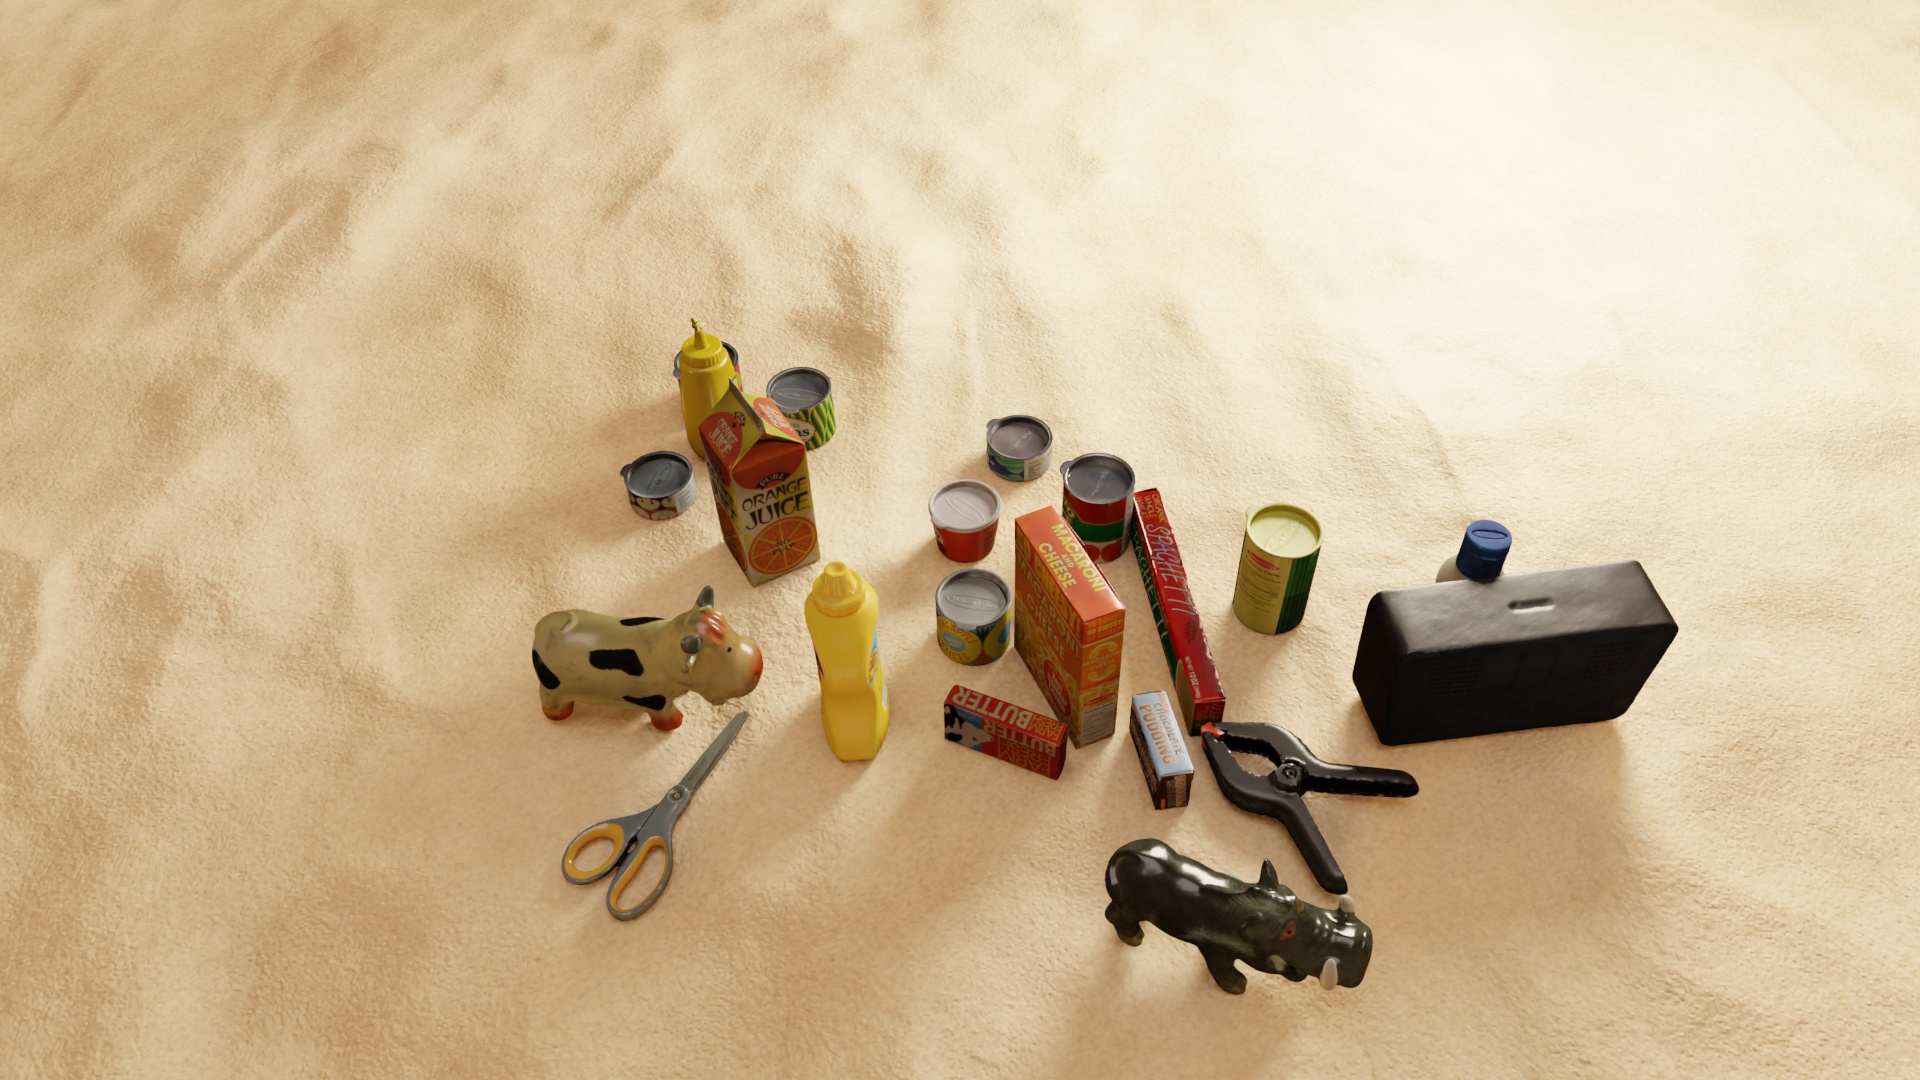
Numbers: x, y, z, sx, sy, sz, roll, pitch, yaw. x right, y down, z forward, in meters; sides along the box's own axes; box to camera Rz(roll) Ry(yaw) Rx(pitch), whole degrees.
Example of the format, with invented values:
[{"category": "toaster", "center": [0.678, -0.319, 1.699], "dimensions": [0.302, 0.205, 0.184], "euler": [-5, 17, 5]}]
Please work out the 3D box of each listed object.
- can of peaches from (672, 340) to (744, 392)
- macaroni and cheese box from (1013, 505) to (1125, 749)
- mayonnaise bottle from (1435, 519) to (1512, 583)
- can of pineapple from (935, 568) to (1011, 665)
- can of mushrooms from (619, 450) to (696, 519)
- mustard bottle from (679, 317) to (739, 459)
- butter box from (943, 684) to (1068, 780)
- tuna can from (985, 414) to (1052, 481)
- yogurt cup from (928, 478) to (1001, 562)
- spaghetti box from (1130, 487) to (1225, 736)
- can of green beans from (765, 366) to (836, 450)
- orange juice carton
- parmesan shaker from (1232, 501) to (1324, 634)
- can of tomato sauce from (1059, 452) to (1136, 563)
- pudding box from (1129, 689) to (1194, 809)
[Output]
[{"category": "can of peaches", "center": [-0.262, -0.164, 1.440], "dimensions": [0.071, 0.057, 0.071], "euler": [-1, 47, 1]}, {"category": "macaroni and cheese box", "center": [0.086, 0.071, 1.136], "dimensions": [0.040, 0.165, 0.124], "euler": [-19, 49, -15]}, {"category": "mayonnaise bottle", "center": [0.426, 0.045, 1.165], "dimensions": [0.065, 0.147, 0.041], "euler": [6, 47, 7]}, {"category": "can of pineapple", "center": [0.010, 0.068, 1.215], "dimensions": [0.071, 0.057, 0.071], "euler": [-1, 47, 1]}, {"category": "can of mushrooms", "center": [-0.294, -0.054, 1.354], "dimensions": [0.071, 0.033, 0.071], "euler": [-1, 47, 1]}, {"category": "mustard bottle", "center": [-0.246, -0.151, 1.357], "dimensions": [0.049, 0.159, 0.066], "euler": [9, 48, 10]}, {"category": "butter box", "center": [0.037, 0.157, 1.135], "dimensions": [0.103, 0.052, 0.024], "euler": [18, 50, 17]}, {"category": "tuna can", "center": [0.056, -0.093, 1.382], "dimensions": [0.071, 0.032, 0.071], "euler": [-1, 47, 1]}, {"category": "yogurt cup", "center": [0.005, -0.016, 1.297], "dimensions": [0.072, 0.053, 0.073], "euler": [-1, 47, 1]}, {"category": "spaghetti box", "center": [0.188, 0.057, 1.227], "dimensions": [0.029, 0.049, 0.251], "euler": [-6, 47, -4]}, {"category": "can of green beans", "center": [-0.161, -0.133, 1.408], "dimensions": [0.071, 0.057, 0.071], "euler": [-1, 47, 1]}, {"category": "orange juice carton", "center": [-0.180, -0.056, 1.244], "dimensions": [0.073, 0.191, 0.072], "euler": [-23, 51, -19]}, {"category": "parmesan shaker", "center": [0.275, 0.024, 1.220], "dimensions": [0.071, 0.102, 0.072], "euler": [-1, 47, 1]}, {"category": "can of tomato sauce", "center": [0.125, -0.029, 1.287], "dimensions": [0.071, 0.082, 0.071], "euler": [-1, 47, 1]}, {"category": "pudding box", "center": [0.162, 0.169, 1.123], "dimensions": [0.030, 0.049, 0.084], "euler": [-8, 47, -6]}]
